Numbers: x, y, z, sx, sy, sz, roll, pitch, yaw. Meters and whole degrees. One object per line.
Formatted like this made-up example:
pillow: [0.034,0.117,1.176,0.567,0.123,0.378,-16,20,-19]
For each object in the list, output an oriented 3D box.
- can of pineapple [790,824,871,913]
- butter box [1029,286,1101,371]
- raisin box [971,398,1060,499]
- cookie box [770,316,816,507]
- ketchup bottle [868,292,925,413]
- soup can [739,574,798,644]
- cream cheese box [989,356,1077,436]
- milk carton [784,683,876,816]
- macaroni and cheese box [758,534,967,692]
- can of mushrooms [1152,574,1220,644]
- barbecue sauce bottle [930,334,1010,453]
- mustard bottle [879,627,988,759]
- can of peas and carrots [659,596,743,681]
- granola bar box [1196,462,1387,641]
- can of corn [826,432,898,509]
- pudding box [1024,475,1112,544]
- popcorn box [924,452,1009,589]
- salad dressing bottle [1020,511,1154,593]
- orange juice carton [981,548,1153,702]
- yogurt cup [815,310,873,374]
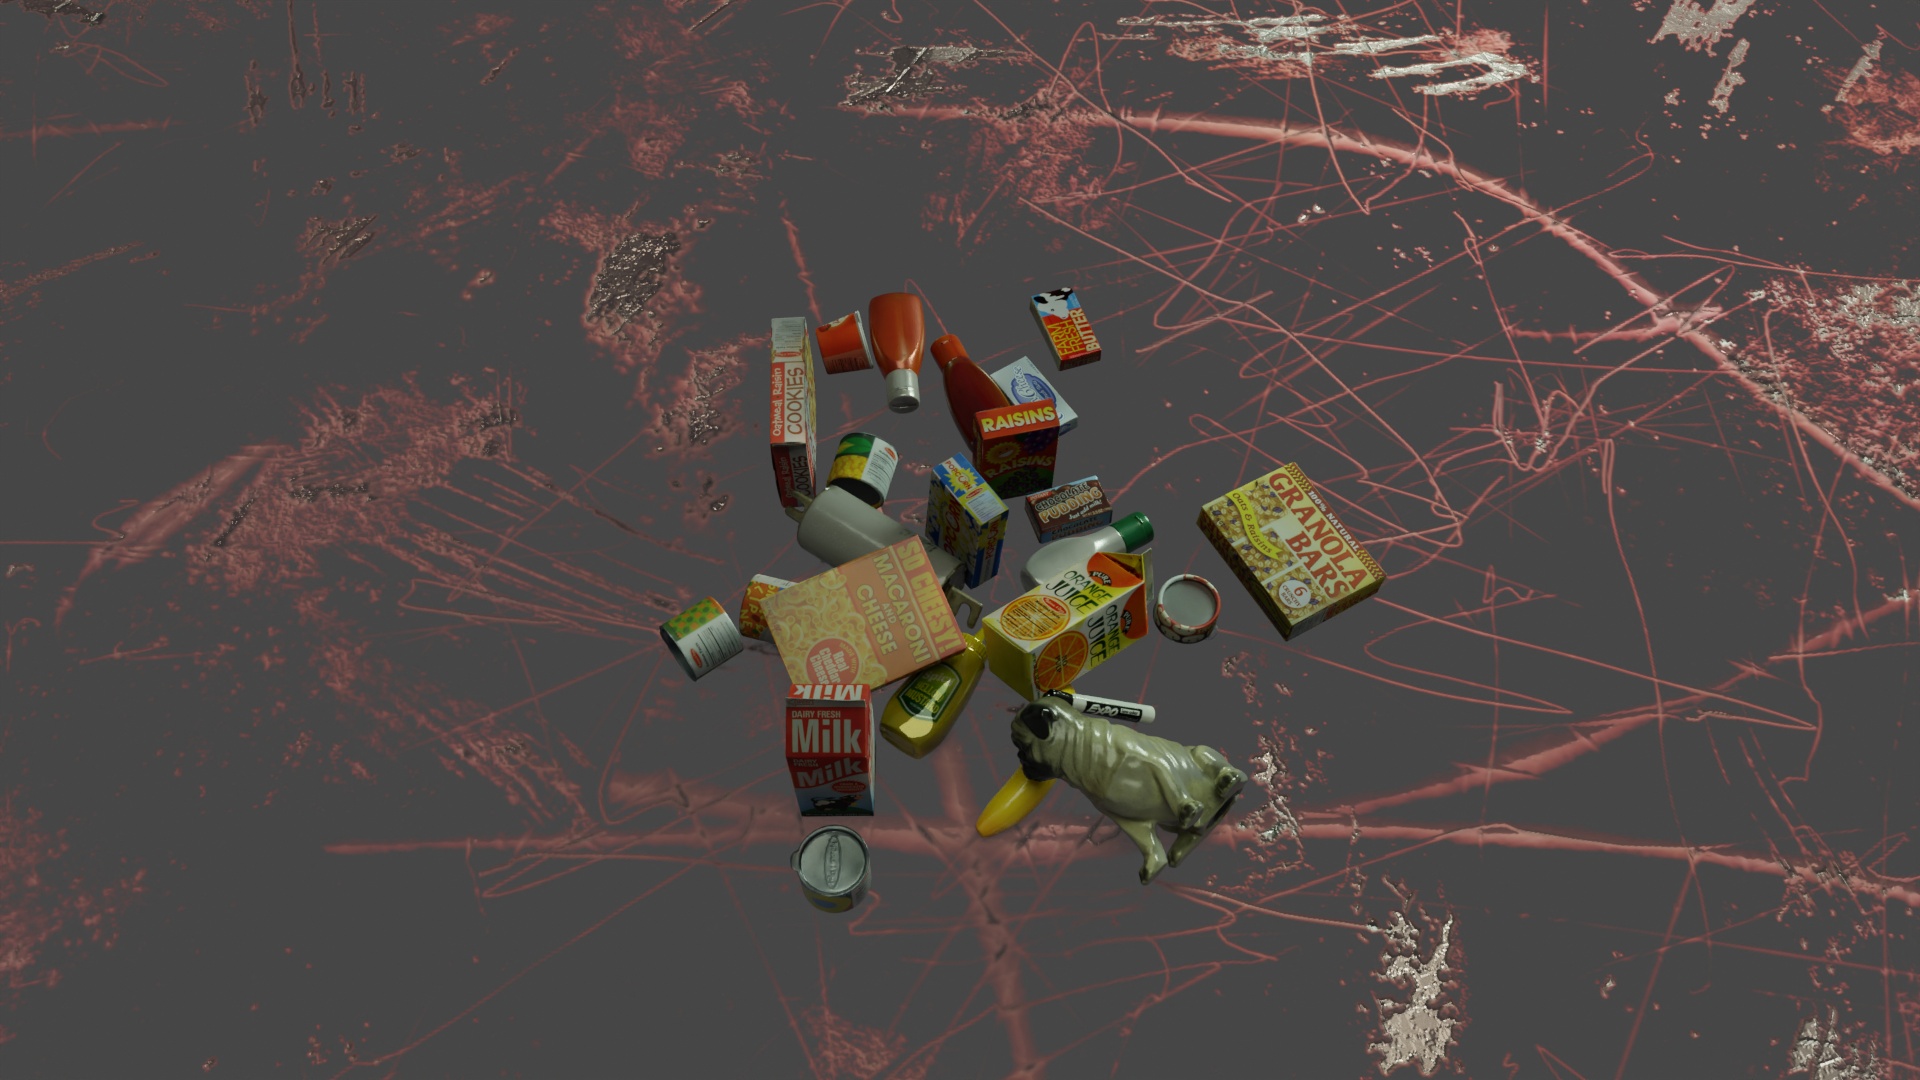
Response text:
can of pineapple: [-0.117,0.300,1.269,0.071,0.057,0.071,1,58,-1]
butter box: [0.123,-0.248,1.629,0.053,0.024,0.104,-16,60,-10]
raisin box: [0.058,-0.094,1.476,0.086,0.122,0.040,-11,60,-7]
cookie box: [-0.180,-0.137,1.497,0.040,0.122,0.168,-3,59,-2]
ketchup bottle: [-0.070,-0.216,1.593,0.065,0.043,0.149,-4,59,-3]
soup can: [-0.174,0.077,1.401,0.084,0.071,0.072,13,59,7]
cream cheese box: [0.082,-0.157,1.573,0.053,0.024,0.104,-30,64,-16]
milk carton: [-0.117,0.184,1.263,0.072,0.189,0.074,1,59,-1]
macaroni and cheese box: [-0.094,0.083,1.344,0.167,0.040,0.124,-23,81,-7]
can of mushrooms: [0.236,0.072,1.432,0.071,0.033,0.071,1,58,-1]
barbecue sauce bottle: [0.010,-0.168,1.567,0.065,0.043,0.149,-23,61,-7]
mustard bottle: [-0.015,0.139,1.375,0.065,0.048,0.161,29,62,17]
can of peas and carrots: [-0.259,0.097,1.387,0.059,0.070,0.071,-33,65,-20]
granola bar box: [0.348,0.008,1.469,0.124,0.039,0.166,-25,63,-16]
can of corn: [-0.108,-0.073,1.494,0.071,0.070,0.058,12,60,6]
pudding box: [0.116,-0.033,1.495,0.084,0.030,0.050,-16,59,-11]
popcorn box: [0.005,-0.018,1.426,0.038,0.126,0.085,-29,64,-22]
salad dressing bottle: [0.135,0.017,1.457,0.148,0.043,0.064,-28,58,-18]
orange juice carton: [0.121,0.076,1.385,0.193,0.071,0.073,-29,41,-25]
yogurt cup: [-0.133,-0.222,1.586,0.054,0.072,0.072,-15,60,-1]
